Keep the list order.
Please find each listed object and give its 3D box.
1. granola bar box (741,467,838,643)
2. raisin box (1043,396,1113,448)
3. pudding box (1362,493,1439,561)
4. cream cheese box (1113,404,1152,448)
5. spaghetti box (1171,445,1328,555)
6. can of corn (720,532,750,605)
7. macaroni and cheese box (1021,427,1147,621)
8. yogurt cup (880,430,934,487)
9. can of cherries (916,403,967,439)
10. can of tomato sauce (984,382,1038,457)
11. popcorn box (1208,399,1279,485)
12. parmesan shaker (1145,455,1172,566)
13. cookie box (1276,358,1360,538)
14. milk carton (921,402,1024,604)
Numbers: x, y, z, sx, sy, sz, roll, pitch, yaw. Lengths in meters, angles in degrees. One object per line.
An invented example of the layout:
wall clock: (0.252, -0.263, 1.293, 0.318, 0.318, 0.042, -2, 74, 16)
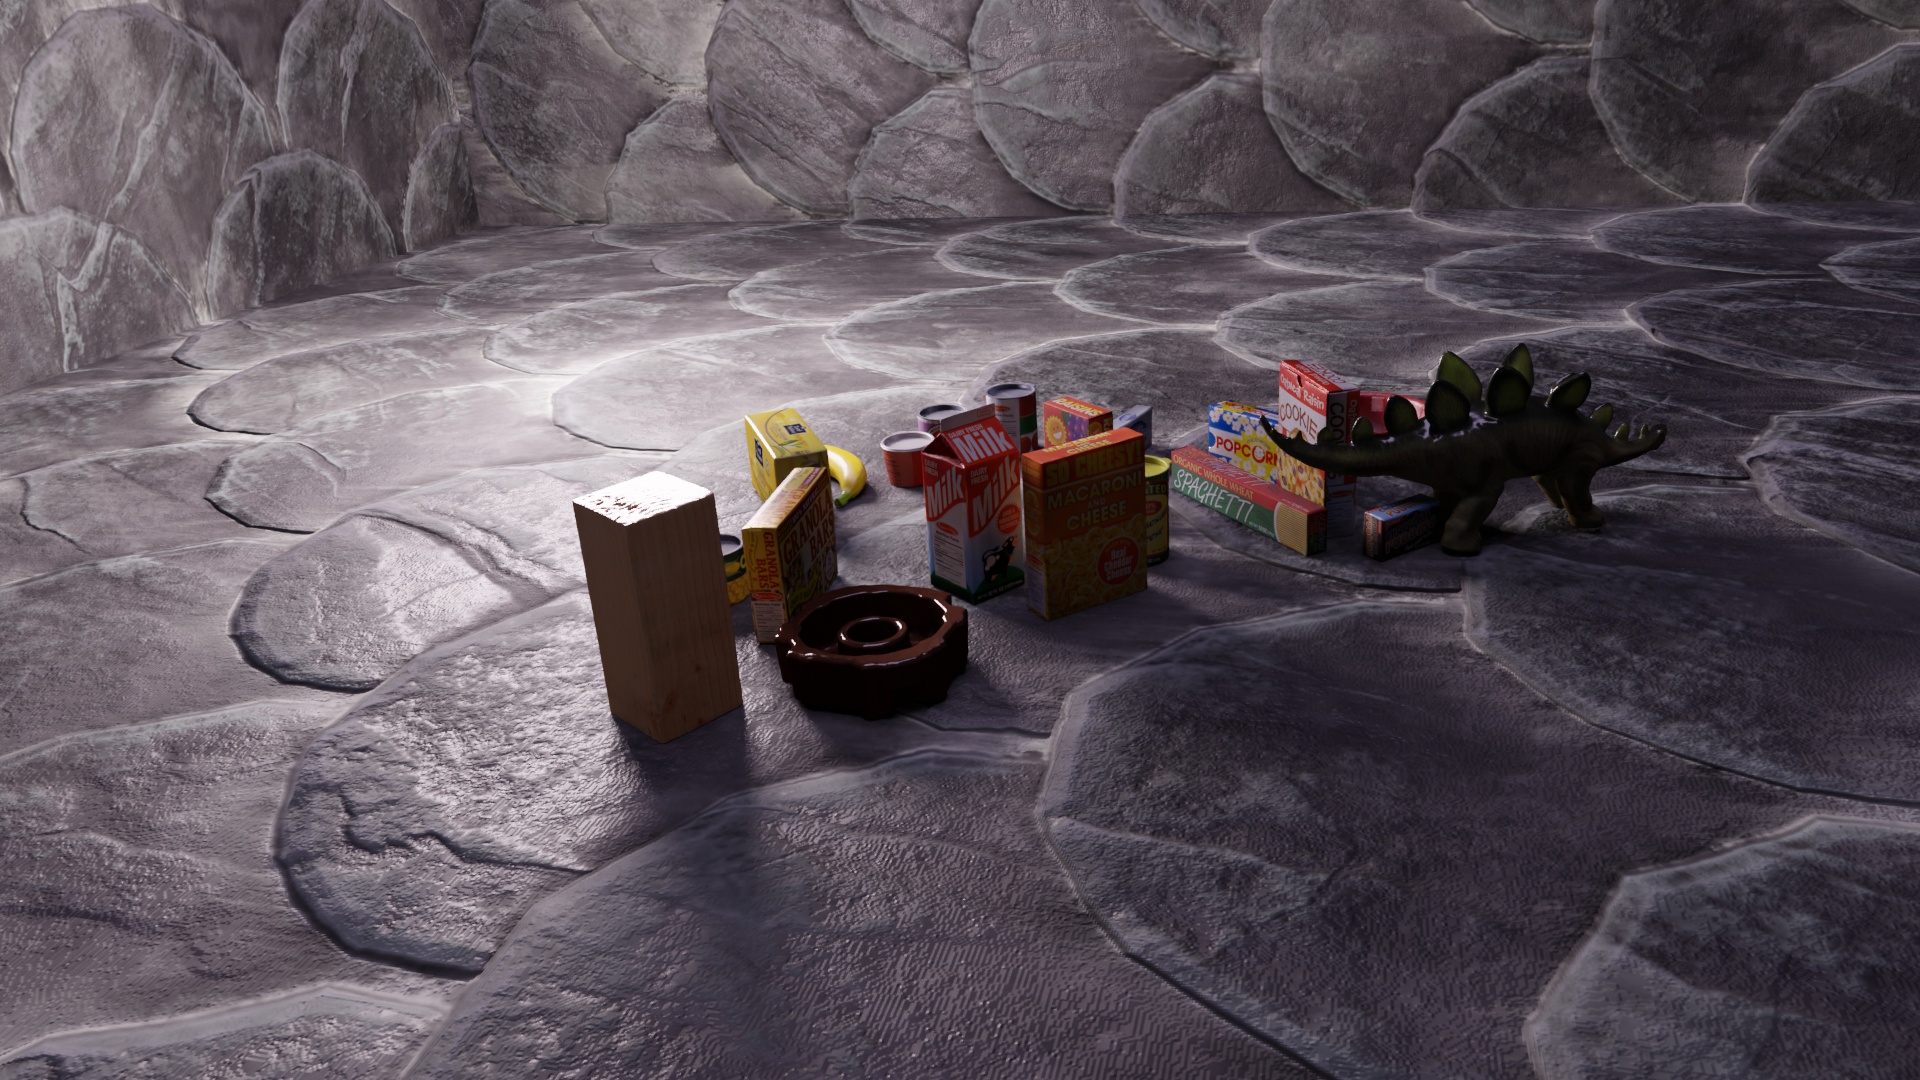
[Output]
granola bar box: (-0.167, 0.012, 1.396, 0.039, 0.123, 0.166, 1, 24, 12)
raisin box: (0.137, -0.096, 1.599, 0.040, 0.123, 0.086, -18, 26, -29)
pudding box: (0.459, -0.014, 1.449, 0.084, 0.049, 0.030, -16, 26, -26)
cream cheese box: (0.211, -0.131, 1.756, 0.024, 0.053, 0.104, 11, 27, 32)
spaghetti box: (0.316, -0.048, 1.550, 0.029, 0.050, 0.250, -15, 25, -23)
can of corn: (-0.253, 0.031, 1.451, 0.071, 0.058, 0.071, -3, 23, 2)
macaroni and cheese box: (0.122, -0.017, 1.364, 0.124, 0.165, 0.040, -16, 26, -27)
yogurt cup: (-0.064, -0.100, 1.729, 0.072, 0.053, 0.073, -3, 23, 2)
can of cherries: (-0.022, -0.140, 1.810, 0.071, 0.058, 0.072, -3, 23, 2)
can of tomato sauce: (0.068, -0.156, 1.801, 0.071, 0.082, 0.071, -3, 23, 2)
popcorn box: (0.352, -0.111, 1.647, 0.038, 0.085, 0.127, -20, 28, -32)
parmesan shaker: (0.190, -0.031, 1.465, 0.071, 0.102, 0.071, -3, 23, 2)
cookie box: (0.388, -0.102, 1.517, 0.040, 0.166, 0.123, -8, 23, -9)
milk carton: (0.013, -0.041, 1.406, 0.072, 0.189, 0.073, -21, 28, -34)
